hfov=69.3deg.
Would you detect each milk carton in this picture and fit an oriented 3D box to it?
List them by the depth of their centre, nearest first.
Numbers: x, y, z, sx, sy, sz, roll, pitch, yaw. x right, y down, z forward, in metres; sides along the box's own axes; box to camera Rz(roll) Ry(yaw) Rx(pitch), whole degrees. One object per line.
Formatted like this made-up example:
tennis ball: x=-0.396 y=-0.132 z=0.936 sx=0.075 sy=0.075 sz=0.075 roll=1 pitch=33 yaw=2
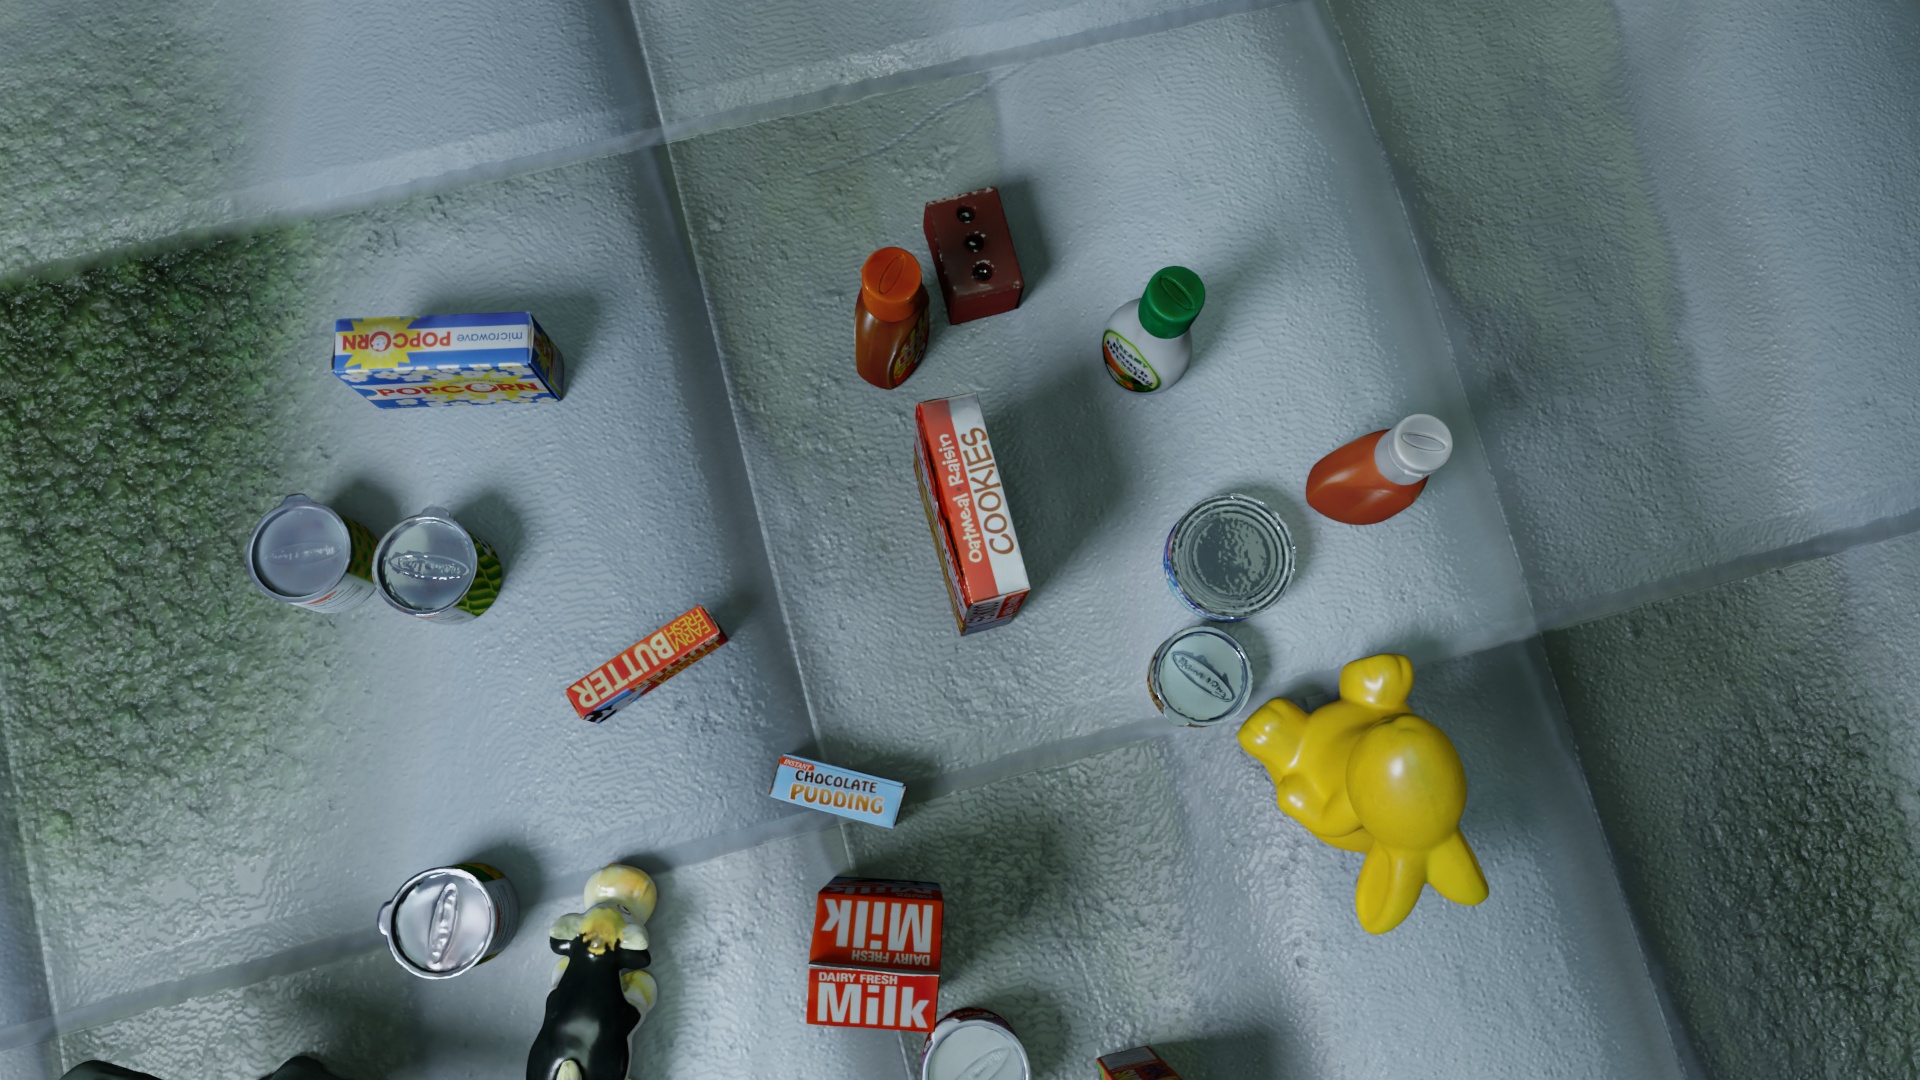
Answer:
milk carton: x=-0.048 y=0.240 z=0.813 sx=0.072 sy=0.190 sz=0.073 roll=4 pitch=80 yaw=-2

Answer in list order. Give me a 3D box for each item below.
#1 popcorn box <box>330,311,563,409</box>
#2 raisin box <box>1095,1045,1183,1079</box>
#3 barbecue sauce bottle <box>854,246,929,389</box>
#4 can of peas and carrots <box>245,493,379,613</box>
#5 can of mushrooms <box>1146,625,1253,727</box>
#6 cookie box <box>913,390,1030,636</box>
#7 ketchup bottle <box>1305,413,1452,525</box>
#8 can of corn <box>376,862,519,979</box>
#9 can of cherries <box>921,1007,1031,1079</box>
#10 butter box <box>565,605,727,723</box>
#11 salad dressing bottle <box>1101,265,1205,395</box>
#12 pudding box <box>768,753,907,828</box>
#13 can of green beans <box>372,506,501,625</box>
popcorn box: x=-0.337 y=-0.118 z=0.923 sx=0.127 sy=0.085 sz=0.038 roll=-3 pitch=80 yaw=-3
raisin box: x=0.116 y=0.360 z=0.831 sx=0.040 sy=0.123 sz=0.086 roll=-10 pitch=80 yaw=-4
barbecue sauce bottle: x=-0.045 y=-0.148 z=0.909 sx=0.044 sy=0.148 sz=0.065 roll=28 pitch=80 yaw=3
can of peas and carrots: x=-0.421 y=0.010 z=0.908 sx=0.071 sy=0.058 sz=0.071 roll=0 pitch=79 yaw=-2
can of mushrooms: x=0.158 y=0.094 z=0.930 sx=0.071 sy=0.033 sz=0.071 roll=0 pitch=79 yaw=-2
cookie box: x=0.003 y=-0.011 z=0.875 sx=0.040 sy=0.167 sz=0.123 roll=-15 pitch=81 yaw=-5
ketchup bottle: x=0.275 y=-0.045 z=0.903 sx=0.065 sy=0.148 sz=0.043 roll=13 pitch=80 yaw=0
can of corn: x=-0.319 y=0.236 z=0.869 sx=0.071 sy=0.058 sz=0.071 roll=0 pitch=79 yaw=-2
can of cherries: x=0.008 y=0.326 z=0.866 sx=0.071 sy=0.058 sz=0.071 roll=0 pitch=79 yaw=-2
butter box: x=-0.203 y=0.081 z=0.906 sx=0.103 sy=0.053 sz=0.024 roll=-33 pitch=83 yaw=-8
salad dressing bottle: x=0.128 y=-0.138 z=0.915 sx=0.044 sy=0.147 sz=0.064 roll=-42 pitch=84 yaw=-9
pudding box: x=-0.078 y=0.161 z=0.898 sx=0.084 sy=0.049 sz=0.030 roll=14 pitch=79 yaw=0
can of green beans: x=-0.341 y=0.020 z=0.910 sx=0.071 sy=0.057 sz=0.071 roll=0 pitch=79 yaw=-2
